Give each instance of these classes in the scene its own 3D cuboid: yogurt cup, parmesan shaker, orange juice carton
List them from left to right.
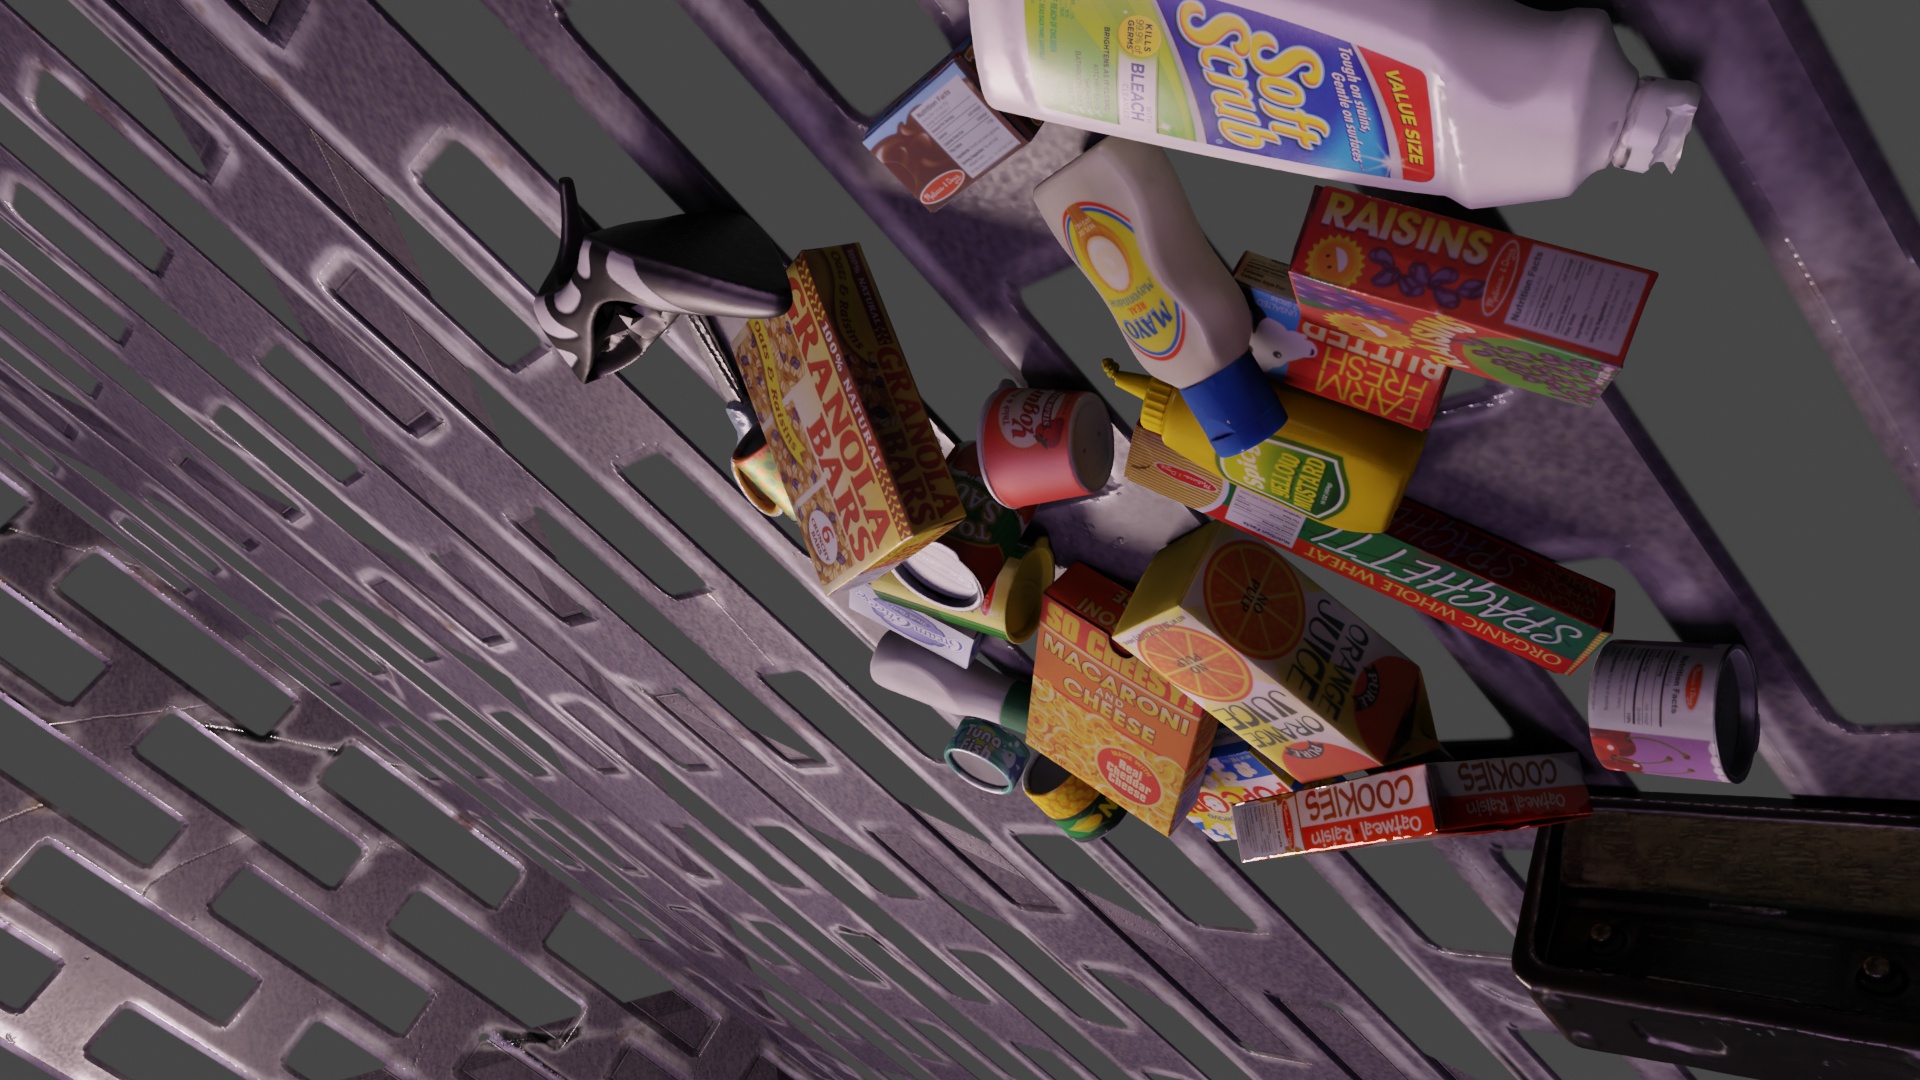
[{"bbox_3d":[0.002,0.019,0.904,0.103,0.071,0.071,16,146,27],"label":"parmesan shaker"},{"bbox_3d":[0.048,-0.052,0.756,0.054,0.073,0.072,-2,137,33],"label":"yogurt cup"},{"bbox_3d":[0.191,0.077,0.800,0.192,0.073,0.071,38,149,-10],"label":"orange juice carton"}]

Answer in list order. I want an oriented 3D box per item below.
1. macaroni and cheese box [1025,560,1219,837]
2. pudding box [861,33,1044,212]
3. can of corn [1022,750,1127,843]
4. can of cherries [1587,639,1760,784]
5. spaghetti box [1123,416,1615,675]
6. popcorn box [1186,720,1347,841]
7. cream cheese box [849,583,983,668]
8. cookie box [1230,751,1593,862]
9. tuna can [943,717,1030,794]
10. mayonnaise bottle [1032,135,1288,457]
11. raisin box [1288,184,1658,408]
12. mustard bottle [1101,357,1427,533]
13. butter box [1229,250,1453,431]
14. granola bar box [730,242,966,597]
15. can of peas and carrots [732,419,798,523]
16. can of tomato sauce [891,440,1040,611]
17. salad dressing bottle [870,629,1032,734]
[{"bbox_3d":[0.107,0.107,0.914,0.124,0.040,0.165,31,143,24],"label":"macaroni and cheese box"},{"bbox_3d":[-0.002,-0.190,0.632,0.049,0.030,0.083,42,149,-18],"label":"pudding box"},{"bbox_3d":[0.092,0.187,1.063,0.058,0.071,0.071,47,147,-23],"label":"can of corn"},{"bbox_3d":[0.346,0.083,0.672,0.058,0.072,0.071,-2,136,44],"label":"can of cherries"},{"bbox_3d":[0.205,-0.004,0.713,0.250,0.029,0.050,25,149,12],"label":"spaghetti box"},{"bbox_3d":[0.194,0.165,0.962,0.085,0.038,0.126,40,149,-14],"label":"popcorn box"},{"bbox_3d":[-0.032,0.052,1.022,0.104,0.024,0.053,27,151,10],"label":"cream cheese box"},{"bbox_3d":[0.262,0.160,0.822,0.123,0.040,0.167,1,163,-28],"label":"cookie box"},{"bbox_3d":[0.021,0.177,1.147,0.071,0.033,0.070,23,149,15],"label":"tuna can"},{"bbox_3d":[0.093,-0.107,0.616,0.148,0.041,0.064,57,150,-9],"label":"mayonnaise bottle"},{"bbox_3d":[0.195,-0.095,0.541,0.123,0.040,0.086,21,-177,19],"label":"raisin box"},{"bbox_3d":[0.140,-0.056,0.676,0.160,0.049,0.065,22,145,17],"label":"mustard bottle"},{"bbox_3d":[0.169,-0.090,0.625,0.103,0.024,0.052,23,148,17],"label":"butter box"},{"bbox_3d":[-0.066,-0.065,0.781,0.123,0.039,0.165,-34,75,57],"label":"granola bar box"},{"bbox_3d":[-0.102,-0.054,0.888,0.058,0.071,0.071,46,147,-21],"label":"can of peas and carrots"},{"bbox_3d":[0.003,-0.010,0.837,0.071,0.083,0.070,23,149,15],"label":"can of tomato sauce"},{"bbox_3d":[0.005,0.111,1.055,0.148,0.044,0.064,19,152,20],"label":"salad dressing bottle"}]
